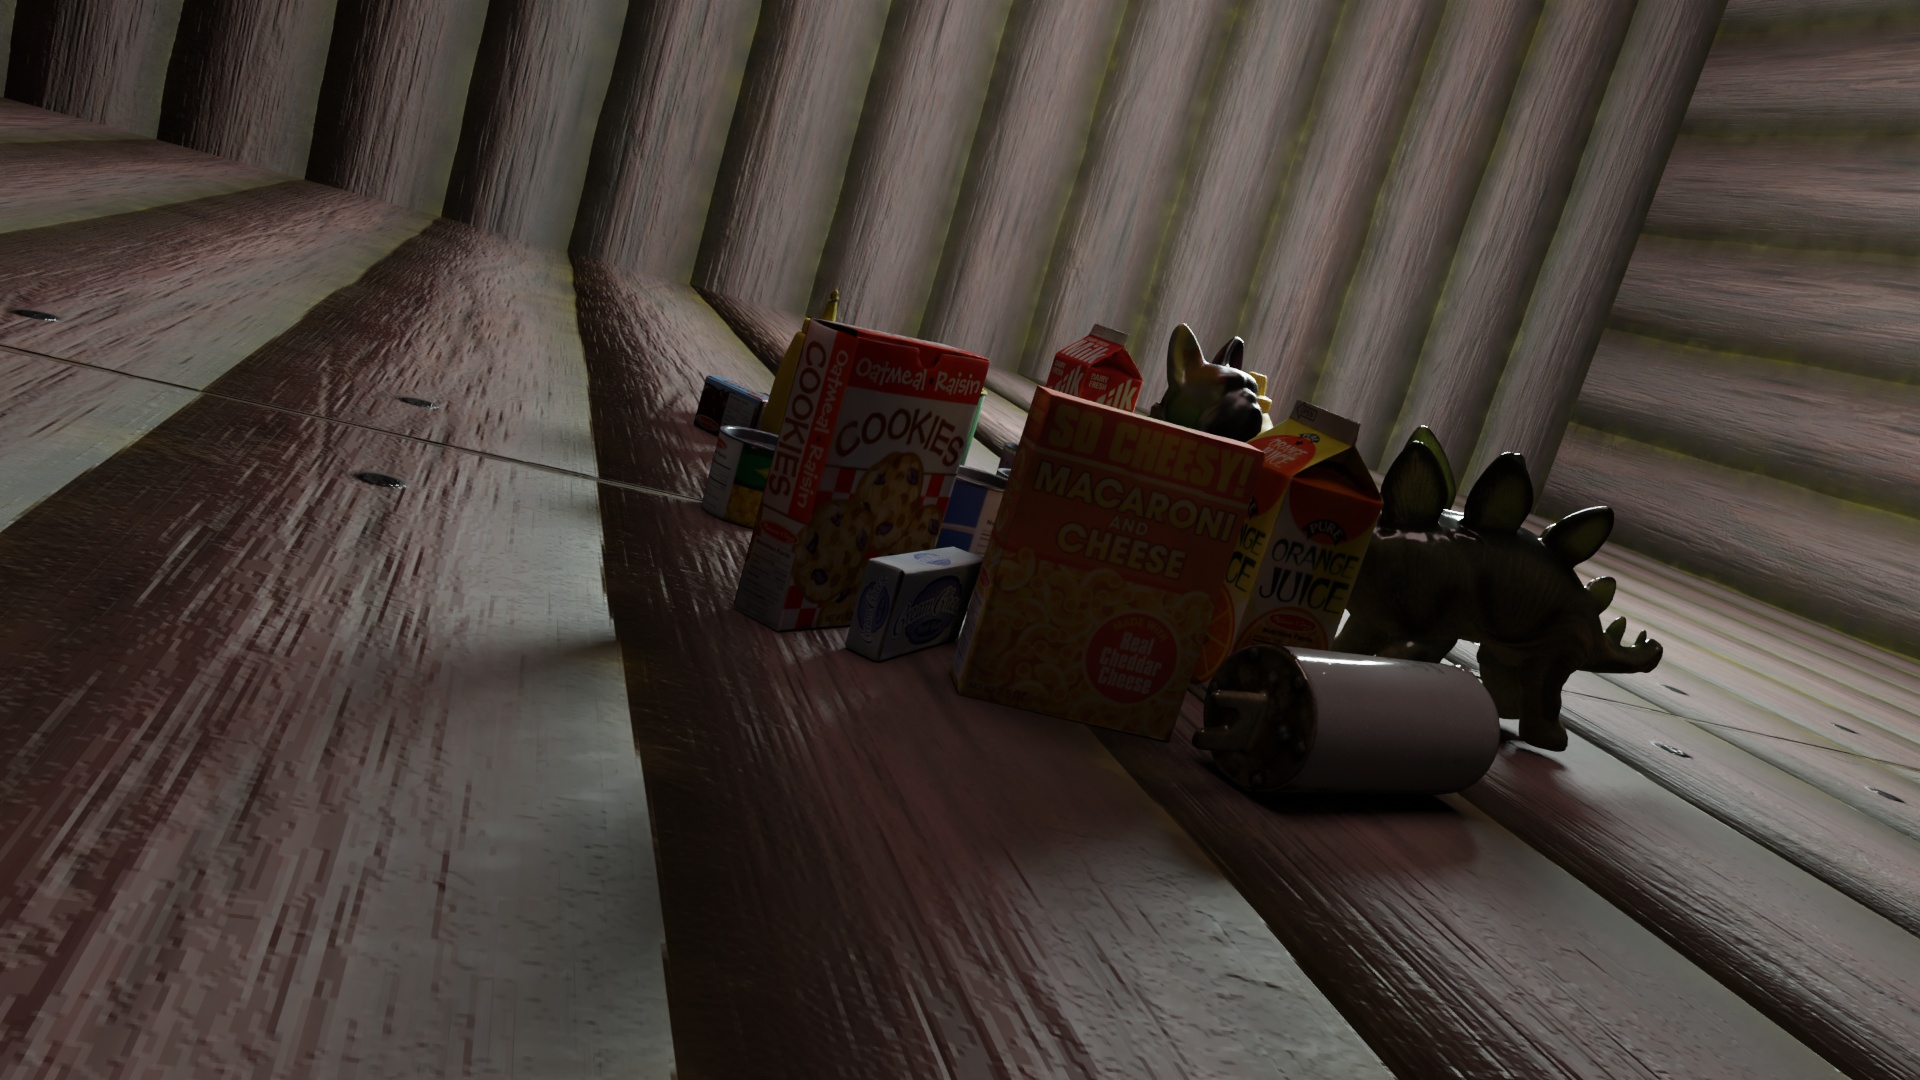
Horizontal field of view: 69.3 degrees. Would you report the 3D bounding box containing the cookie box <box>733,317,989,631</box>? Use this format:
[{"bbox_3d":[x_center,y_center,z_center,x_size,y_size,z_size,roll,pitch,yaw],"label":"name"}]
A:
[{"bbox_3d":[-0.053,-0.035,0.787,0.040,0.167,0.123,24,13,33],"label":"cookie box"}]

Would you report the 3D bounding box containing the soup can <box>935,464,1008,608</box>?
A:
[{"bbox_3d":[-0.002,-0.005,0.932,0.071,0.083,0.071,16,11,-3],"label":"soup can"}]

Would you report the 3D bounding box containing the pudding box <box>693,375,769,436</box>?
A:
[{"bbox_3d":[-0.203,-0.116,1.266,0.084,0.049,0.030,25,14,38],"label":"pudding box"}]

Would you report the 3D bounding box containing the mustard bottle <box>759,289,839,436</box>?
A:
[{"bbox_3d":[-0.128,-0.141,1.212,0.065,0.160,0.049,8,14,-39],"label":"mustard bottle"}]

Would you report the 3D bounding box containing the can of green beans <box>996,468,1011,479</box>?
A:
[{"bbox_3d":[0.055,-0.024,1.172,0.071,0.057,0.071,16,11,-3],"label":"can of green beans"}]

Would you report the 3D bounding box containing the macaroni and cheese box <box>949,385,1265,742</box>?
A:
[{"bbox_3d":[0.076,0.013,0.745,0.124,0.166,0.040,14,11,-13],"label":"macaroni and cheese box"}]

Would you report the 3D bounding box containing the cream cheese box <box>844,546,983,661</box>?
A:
[{"bbox_3d":[-0.024,0.034,0.787,0.024,0.053,0.104,21,12,23],"label":"cream cheese box"}]

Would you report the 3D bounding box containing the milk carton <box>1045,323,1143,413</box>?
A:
[{"bbox_3d":[0.131,-0.132,1.467,0.073,0.190,0.072,11,12,-30],"label":"milk carton"}]

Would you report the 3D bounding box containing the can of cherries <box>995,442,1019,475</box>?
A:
[{"bbox_3d":[0.068,-0.058,1.356,0.071,0.058,0.071,16,11,-3],"label":"can of cherries"}]

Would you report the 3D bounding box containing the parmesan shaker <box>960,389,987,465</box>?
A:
[{"bbox_3d":[-0.019,-0.102,1.328,0.071,0.103,0.071,16,11,-3],"label":"parmesan shaker"}]

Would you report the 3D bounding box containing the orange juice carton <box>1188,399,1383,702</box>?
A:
[{"bbox_3d":[0.201,0.010,0.876,0.073,0.192,0.072,12,11,-22],"label":"orange juice carton"}]

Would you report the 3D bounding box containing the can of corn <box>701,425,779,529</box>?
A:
[{"bbox_3d":[-0.142,-0.043,0.980,0.071,0.058,0.071,16,11,-3],"label":"can of corn"}]
